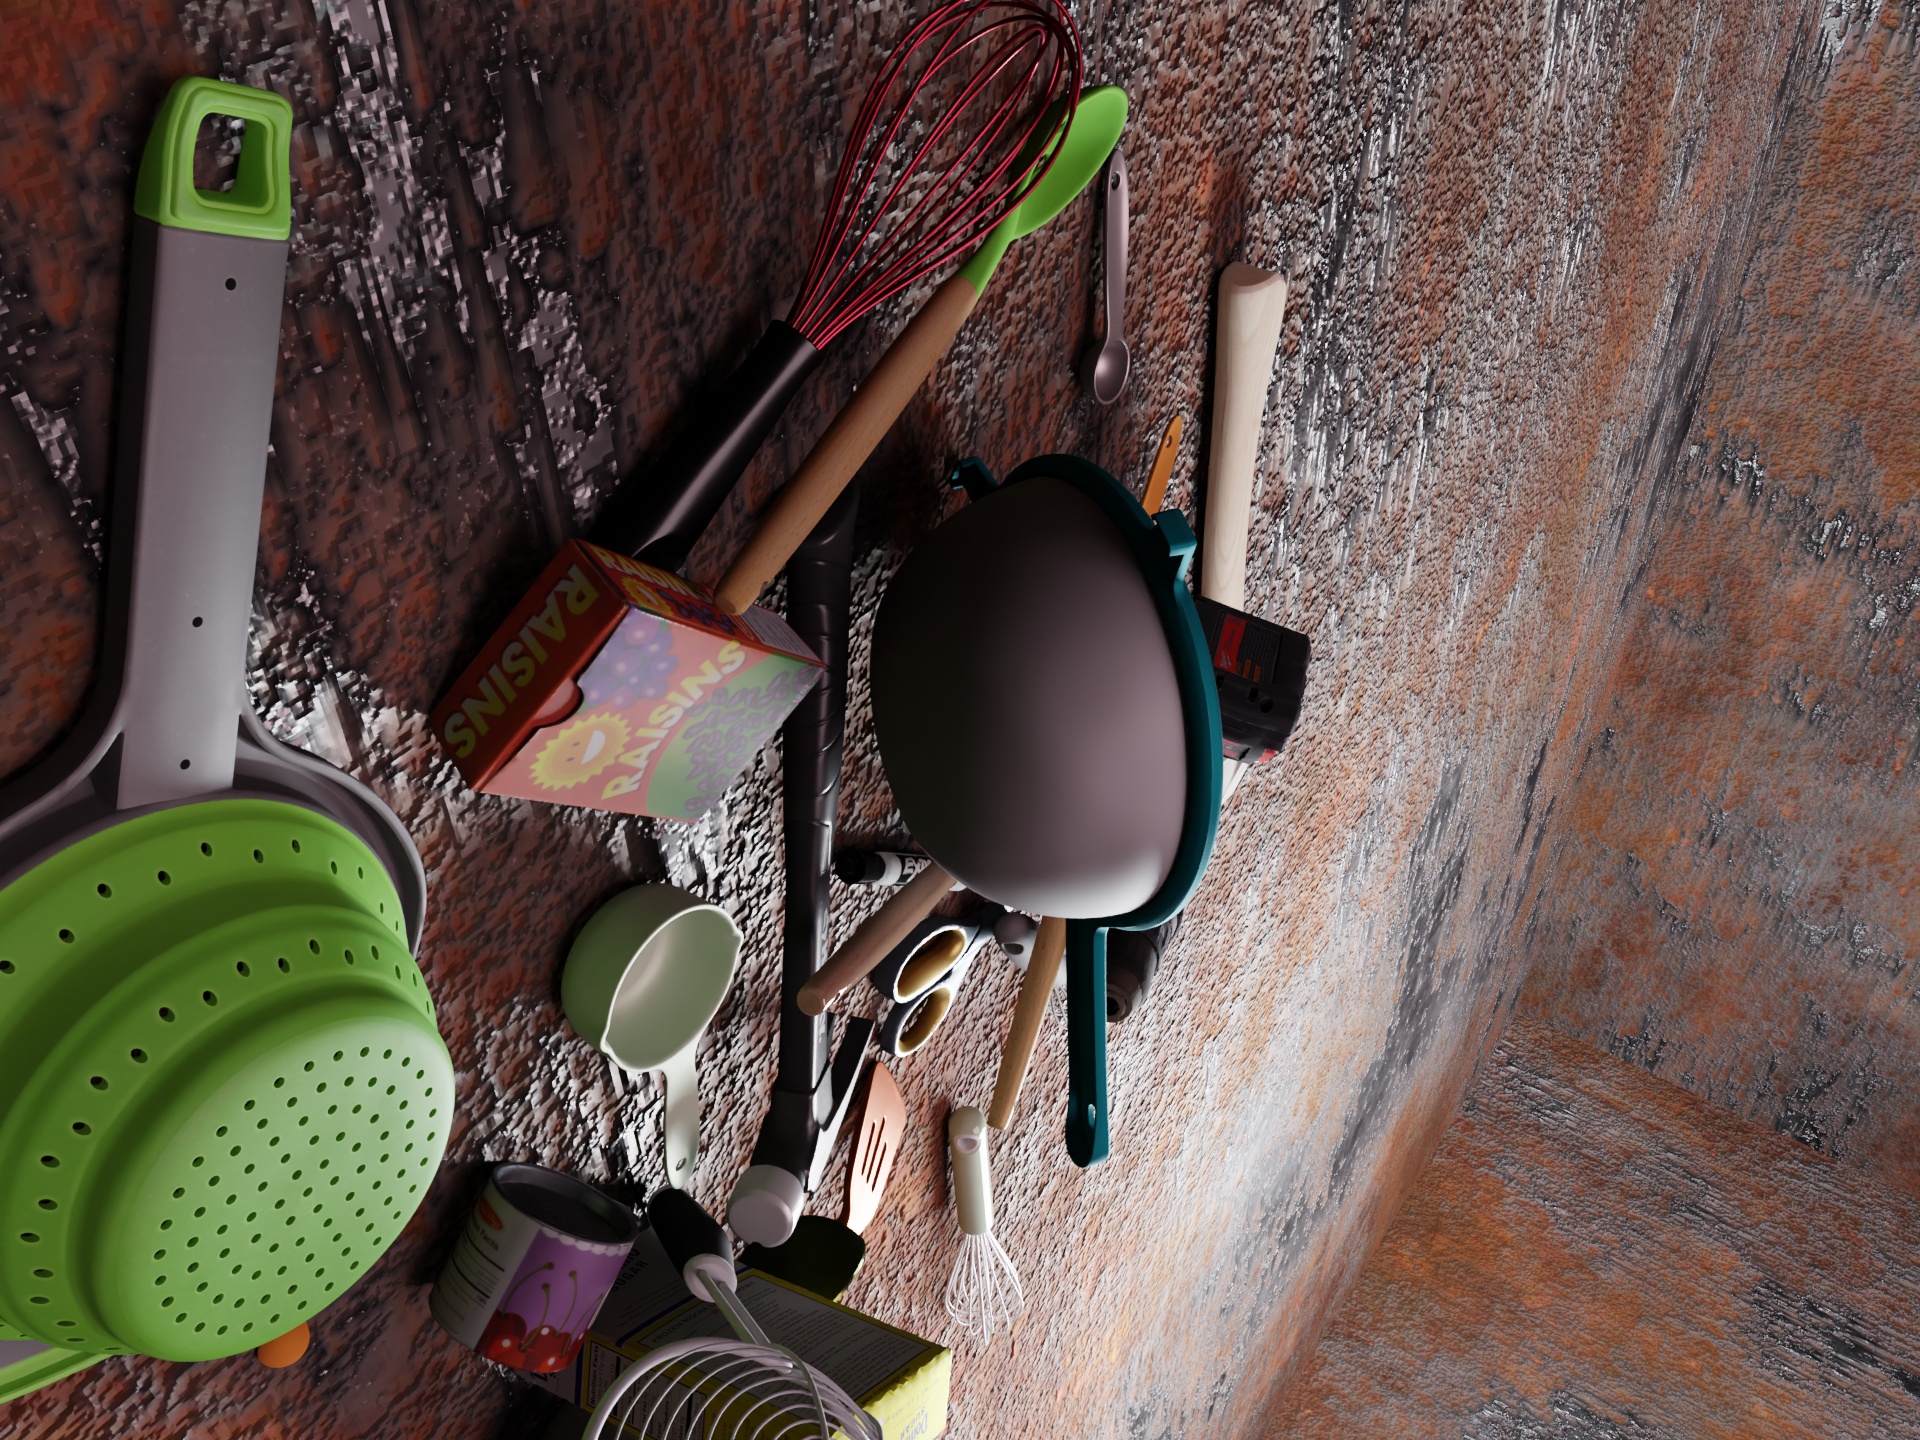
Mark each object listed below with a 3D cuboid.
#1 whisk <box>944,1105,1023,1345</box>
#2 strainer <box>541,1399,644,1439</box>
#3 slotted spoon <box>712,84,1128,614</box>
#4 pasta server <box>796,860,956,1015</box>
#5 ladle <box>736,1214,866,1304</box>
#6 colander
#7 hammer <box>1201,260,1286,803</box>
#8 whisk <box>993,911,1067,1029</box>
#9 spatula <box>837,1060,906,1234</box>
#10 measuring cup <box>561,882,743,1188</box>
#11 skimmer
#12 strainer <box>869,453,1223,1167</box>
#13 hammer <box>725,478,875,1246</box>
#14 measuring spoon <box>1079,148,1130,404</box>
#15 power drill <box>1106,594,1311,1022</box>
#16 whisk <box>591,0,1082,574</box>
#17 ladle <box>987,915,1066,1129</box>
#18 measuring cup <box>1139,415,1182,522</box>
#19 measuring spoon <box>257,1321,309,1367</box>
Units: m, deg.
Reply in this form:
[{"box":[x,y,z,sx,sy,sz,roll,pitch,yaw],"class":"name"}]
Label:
[{"box":[0.012,0.350,1.099,0.059,0.058,0.246,-86,174,-52],"class":"whisk"},{"box":[-0.123,0.373,0.812,0.256,0.151,0.069,56,20,-54],"class":"strainer"},{"box":[-0.011,-0.158,0.635,0.314,0.031,0.070,-59,175,-29],"class":"slotted spoon"},{"box":[-0.005,0.083,0.793,0.060,0.040,0.316,-69,168,19],"class":"pasta server"},{"box":[-0.059,0.347,0.888,0.078,0.062,0.319,-40,148,-15],"class":"ladle"},{"box":[-0.199,0.038,0.437,0.204,0.094,0.397,-14,124,-56],"class":"colander"},{"box":[0.165,-0.092,1.024,0.146,0.038,0.410,-42,143,-35],"class":"hammer"},{"box":[0.063,0.160,1.016,0.055,0.055,0.238,-60,154,-10],"class":"whisk"},{"box":[-0.123,0.333,0.874,0.323,0.041,0.080,-48,148,-22],"class":"spatula"},{"box":[-0.135,0.140,0.689,0.083,0.038,0.167,-37,143,-42],"class":"measuring cup"},{"box":[-0.102,0.249,0.592,0.090,0.127,0.363,-51,-167,-14],"class":"skimmer"},{"box":[0.020,0.057,0.702,0.095,0.211,0.340,-11,110,-23],"class":"strainer"},{"box":[-0.066,0.056,0.711,0.146,0.035,0.334,-63,158,-66],"class":"hammer"},{"box":[0.071,-0.220,0.791,0.034,0.018,0.124,-32,130,-46],"class":"measuring spoon"},{"box":[0.131,0.059,0.967,0.188,0.080,0.226,-61,171,-57],"class":"power drill"},{"box":[-0.049,-0.156,0.589,0.296,0.073,0.073,-54,151,-7],"class":"whisk"},{"box":[0.067,0.085,0.932,0.069,0.031,0.315,74,33,-66],"class":"ladle"},{"box":[0.066,-0.085,0.845,0.095,0.052,0.173,13,98,-61],"class":"measuring cup"},{"box":[-0.232,0.186,0.583,0.021,0.011,0.117,9,103,-61],"class":"measuring spoon"}]
